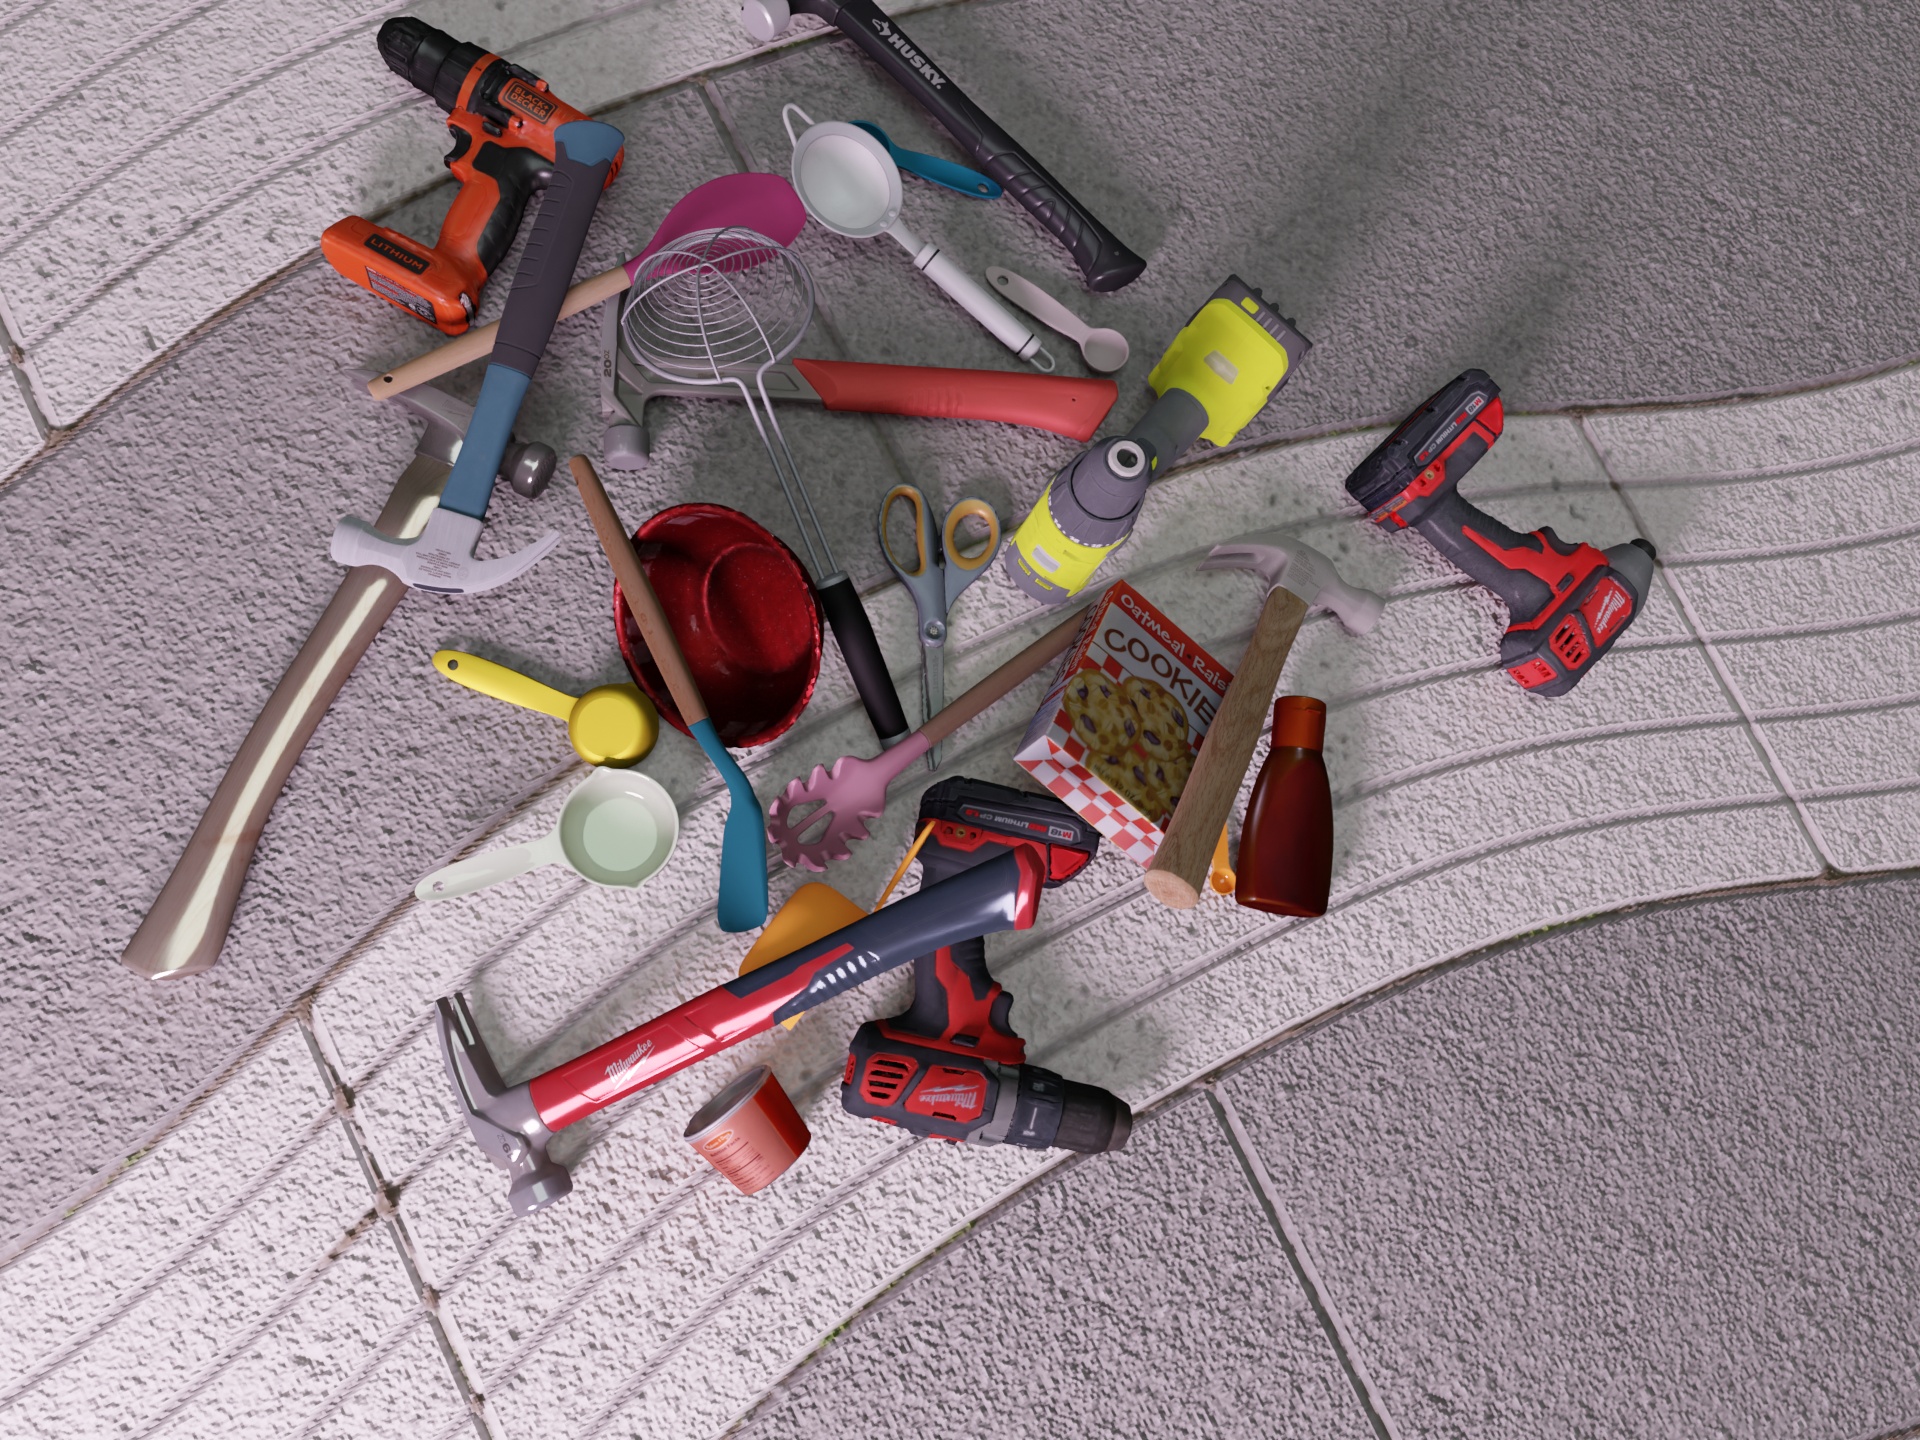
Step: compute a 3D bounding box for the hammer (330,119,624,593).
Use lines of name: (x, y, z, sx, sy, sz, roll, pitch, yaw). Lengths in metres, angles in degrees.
hammer: (-0.288, -0.238, 1.027, 0.128, 0.033, 0.331, 18, 80, -10)

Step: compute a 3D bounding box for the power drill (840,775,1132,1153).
power drill: (0.034, 0.164, 1.029, 0.188, 0.080, 0.227, 14, 79, -6)

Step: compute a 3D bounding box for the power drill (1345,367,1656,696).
power drill: (0.401, -0.138, 1.153, 0.143, 0.078, 0.219, -43, 91, -15)

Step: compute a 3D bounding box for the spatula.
spatula: (-0.185, -0.019, 1.008, 0.044, 0.082, 0.317, -26, 93, -30)

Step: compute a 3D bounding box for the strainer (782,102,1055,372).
strainer: (-0.032, -0.334, 1.131, 0.258, 0.050, 0.087, 40, 64, -9)

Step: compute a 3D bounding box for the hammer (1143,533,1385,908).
hammer: (0.185, -0.009, 1.044, 0.130, 0.031, 0.331, 32, 50, -2)

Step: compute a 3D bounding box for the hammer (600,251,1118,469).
hammer: (-0.068, -0.242, 1.115, 0.359, 0.036, 0.149, 1, 78, -9)

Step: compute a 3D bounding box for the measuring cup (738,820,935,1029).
measuring cup: (-0.078, 0.113, 0.985, 0.052, 0.095, 0.173, 35, 114, 2)

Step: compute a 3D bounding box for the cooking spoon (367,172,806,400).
cooking spoon: (-0.248, -0.289, 1.069, 0.319, 0.017, 0.069, -30, 86, -14)

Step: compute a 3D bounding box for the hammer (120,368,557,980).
hammer: (-0.419, -0.031, 1.014, 0.146, 0.038, 0.411, 26, 76, -2)

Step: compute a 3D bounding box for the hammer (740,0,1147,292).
hammer: (0.008, -0.440, 1.162, 0.335, 0.035, 0.146, 43, 64, -2)

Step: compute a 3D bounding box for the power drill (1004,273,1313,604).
power drill: (0.131, -0.189, 1.061, 0.080, 0.190, 0.228, 42, 71, 1)

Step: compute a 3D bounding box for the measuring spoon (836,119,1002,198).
measuring spoon: (-0.032, -0.403, 1.168, 0.128, 0.021, 0.042, 14, 72, -16)

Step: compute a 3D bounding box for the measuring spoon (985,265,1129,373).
measuring spoon: (0.069, -0.293, 1.162, 0.124, 0.018, 0.034, 36, 75, 6)

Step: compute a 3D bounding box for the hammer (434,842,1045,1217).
hammer: (-0.131, 0.154, 0.945, 0.386, 0.038, 0.143, -27, 85, 11)

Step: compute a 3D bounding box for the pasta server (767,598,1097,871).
pasta server: (-0.002, -0.003, 1.058, 0.316, 0.040, 0.060, -36, 96, -22)

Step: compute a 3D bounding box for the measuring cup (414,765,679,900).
measuring cup: (-0.262, 0.085, 1.015, 0.167, 0.038, 0.083, -18, 82, -10)

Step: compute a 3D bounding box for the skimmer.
skimmer: (-0.111, -0.153, 1.065, 0.127, 0.090, 0.363, -23, 102, -6)

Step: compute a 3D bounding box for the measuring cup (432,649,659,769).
measuring cup: (-0.273, -0.013, 1.032, 0.156, 0.029, 0.062, 21, 92, -1)

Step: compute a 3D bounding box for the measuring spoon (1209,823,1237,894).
measuring spoon: (0.174, 0.064, 1.106, 0.021, 0.011, 0.117, -4, 75, -14)
